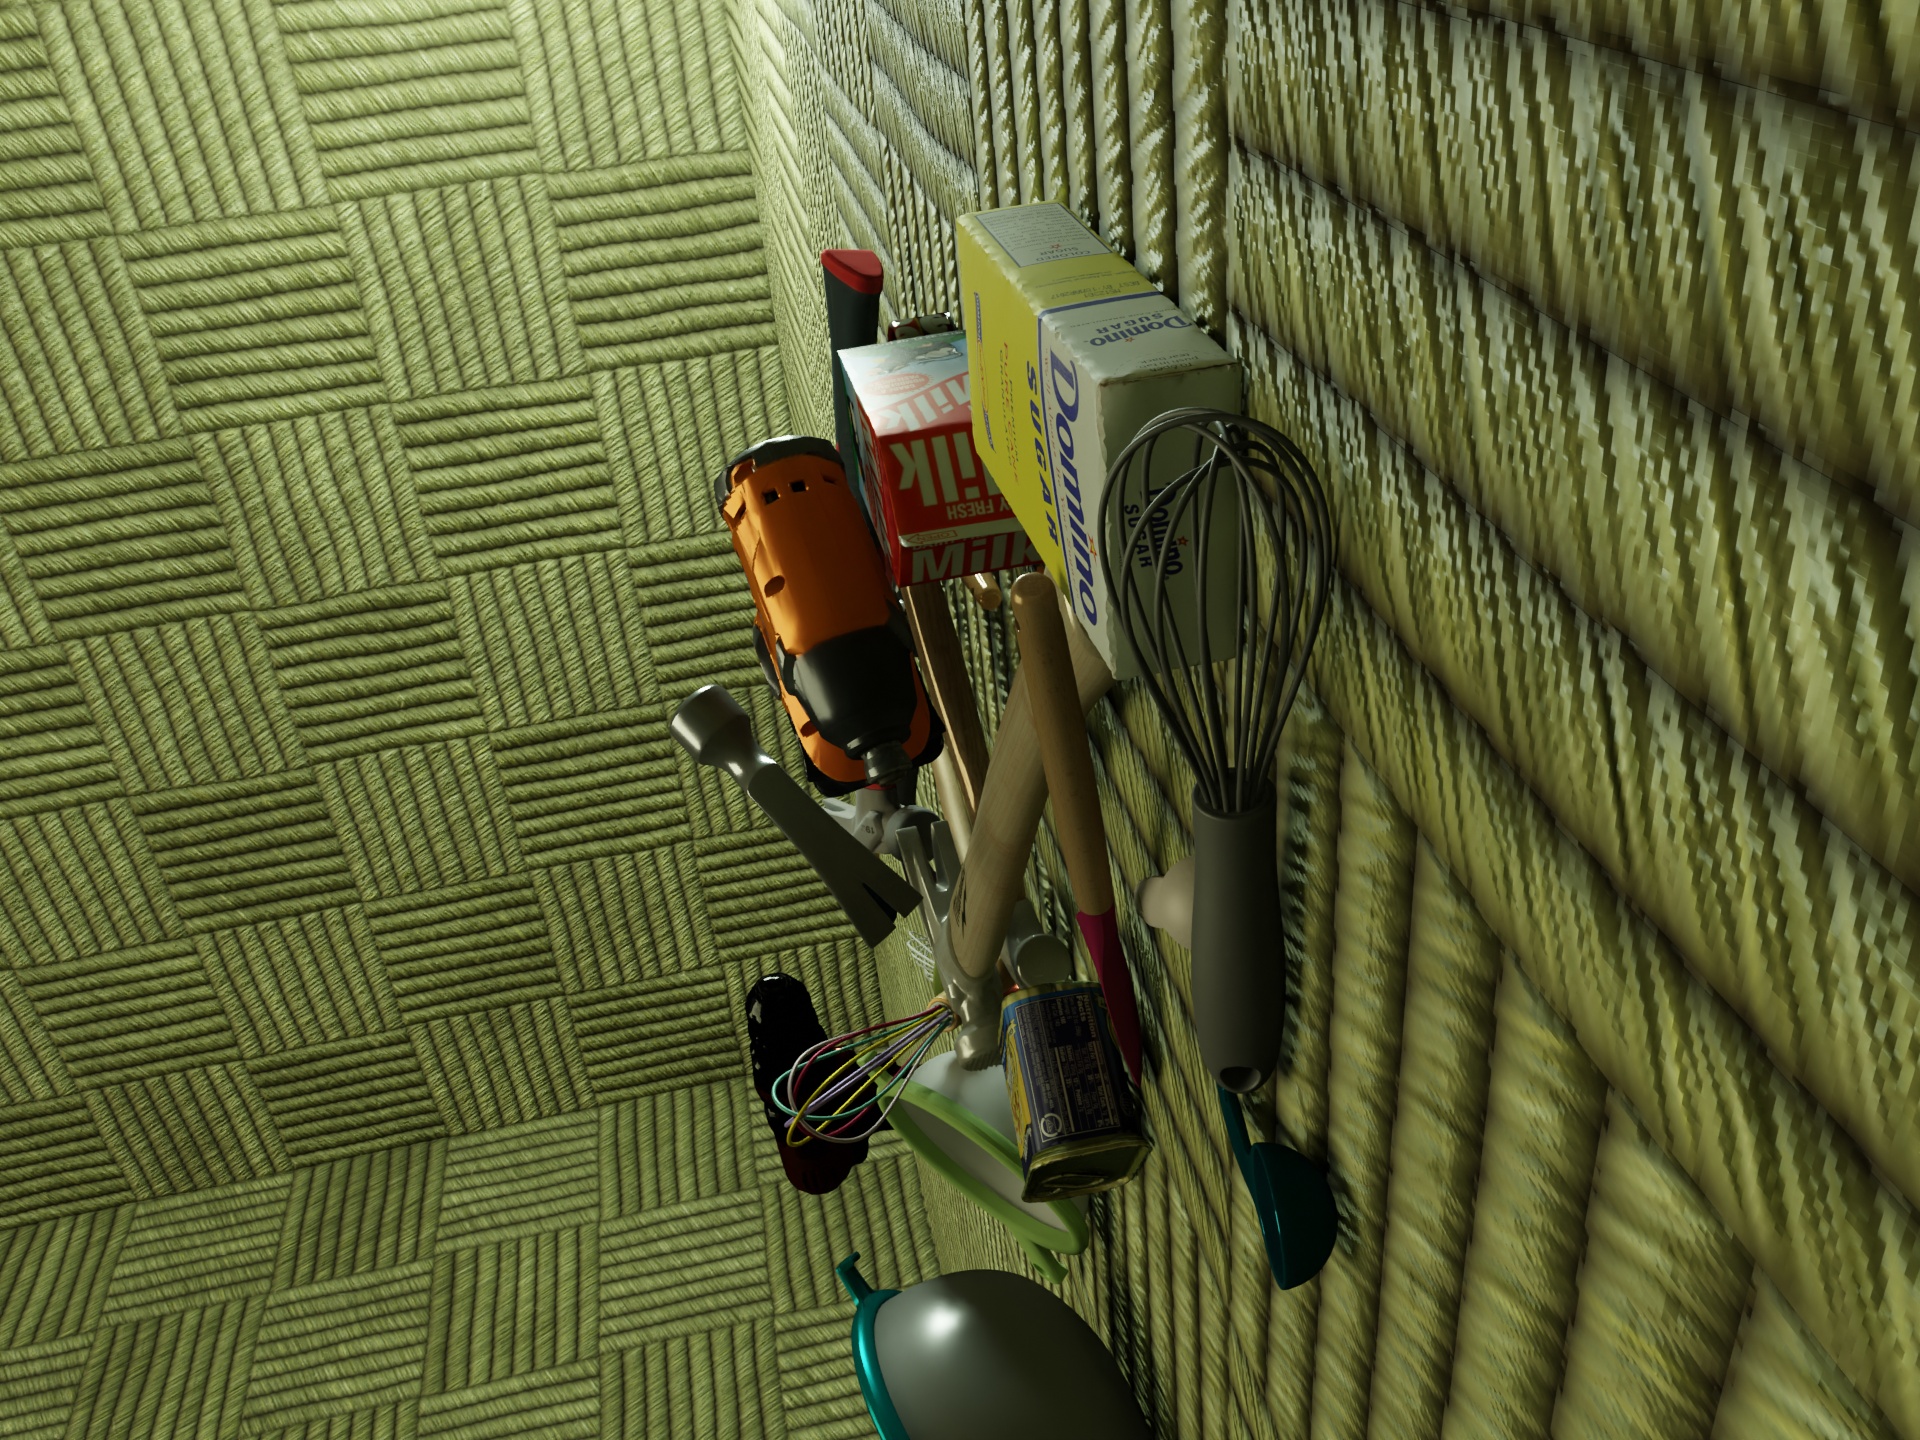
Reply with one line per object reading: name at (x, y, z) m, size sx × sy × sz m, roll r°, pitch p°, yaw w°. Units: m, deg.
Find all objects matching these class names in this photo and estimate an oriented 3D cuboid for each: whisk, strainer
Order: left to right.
whisk at (-0.024, 0.177, 0.899) m, size 0.245 × 0.051 × 0.047 m, roll -23°, pitch -65°, yaw -56°
whisk at (0.000, 0.211, 1.301) m, size 0.246 × 0.057 × 0.059 m, roll -145°, pitch 73°, yaw -75°
strainer at (0.042, 0.273, 0.976) m, size 0.152 × 0.069 × 0.256 m, roll 24°, pitch 153°, yaw 34°
strainer at (0.064, 0.410, 0.827) m, size 0.210 × 0.095 × 0.341 m, roll 46°, pitch -176°, yaw -34°
whisk at (0.071, 0.022, 0.431) m, size 0.055 × 0.055 × 0.238 m, roll -109°, pitch 8°, yaw -52°

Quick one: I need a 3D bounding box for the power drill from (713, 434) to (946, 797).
power drill at (-0.059, -0.029, 0.805) m, size 0.226 × 0.084 × 0.164 m, roll 87°, pitch 162°, yaw -77°

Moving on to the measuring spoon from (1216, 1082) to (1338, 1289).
measuring spoon at (0.100, 0.137, 0.510) m, size 0.129 × 0.021 × 0.042 m, roll -86°, pitch -12°, yaw -80°

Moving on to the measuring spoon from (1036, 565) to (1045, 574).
measuring spoon at (0.037, -0.027, 0.765) m, size 0.021 × 0.011 × 0.116 m, roll -108°, pitch 10°, yaw -46°

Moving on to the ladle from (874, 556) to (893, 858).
ladle at (-0.071, -0.008, 1.398) m, size 0.069 × 0.031 × 0.315 m, roll -93°, pitch 7°, yaw -72°

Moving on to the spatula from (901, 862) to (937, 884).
spatula at (-0.021, 0.128, 1.223) m, size 0.315 × 0.018 × 0.060 m, roll 64°, pitch -163°, yaw -73°

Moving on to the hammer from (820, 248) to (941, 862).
hammer at (-0.071, -0.106, 1.038) m, size 0.143 × 0.038 × 0.386 m, roll 14°, pitch 110°, yaw 55°

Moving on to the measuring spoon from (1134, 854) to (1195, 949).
measuring spoon at (0.073, 0.069, 0.591) m, size 0.124 × 0.018 × 0.034 m, roll 128°, pitch 131°, yaw -82°

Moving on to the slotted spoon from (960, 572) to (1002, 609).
slotted spoon at (-0.017, -0.134, 0.998) m, size 0.314 × 0.031 × 0.070 m, roll -116°, pitch 17°, yaw -60°

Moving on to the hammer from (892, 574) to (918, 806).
hammer at (-0.046, -0.017, 1.255) m, size 0.408 × 0.036 × 0.149 m, roll 95°, pitch 171°, yaw -59°

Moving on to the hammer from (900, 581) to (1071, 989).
hammer at (-0.001, -0.003, 0.938) m, size 0.130 × 0.031 × 0.331 m, roll 121°, pitch 133°, yaw -81°

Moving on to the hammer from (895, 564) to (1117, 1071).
hammer at (0.020, 0.032, 0.731) m, size 0.410 × 0.038 × 0.146 m, roll 104°, pitch 151°, yaw -60°

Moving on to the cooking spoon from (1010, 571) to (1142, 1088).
cooking spoon at (0.050, 0.056, 0.611) m, size 0.318 × 0.017 × 0.069 m, roll 74°, pitch 179°, yaw -51°

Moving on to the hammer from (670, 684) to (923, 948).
hammer at (-0.069, 0.087, 0.926) m, size 0.144 × 0.035 × 0.405 m, roll 45°, pitch 173°, yaw 12°

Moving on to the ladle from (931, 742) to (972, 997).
ladle at (-0.009, 0.095, 1.161) m, size 0.320 × 0.062 × 0.078 m, roll -107°, pitch 8°, yaw -59°
